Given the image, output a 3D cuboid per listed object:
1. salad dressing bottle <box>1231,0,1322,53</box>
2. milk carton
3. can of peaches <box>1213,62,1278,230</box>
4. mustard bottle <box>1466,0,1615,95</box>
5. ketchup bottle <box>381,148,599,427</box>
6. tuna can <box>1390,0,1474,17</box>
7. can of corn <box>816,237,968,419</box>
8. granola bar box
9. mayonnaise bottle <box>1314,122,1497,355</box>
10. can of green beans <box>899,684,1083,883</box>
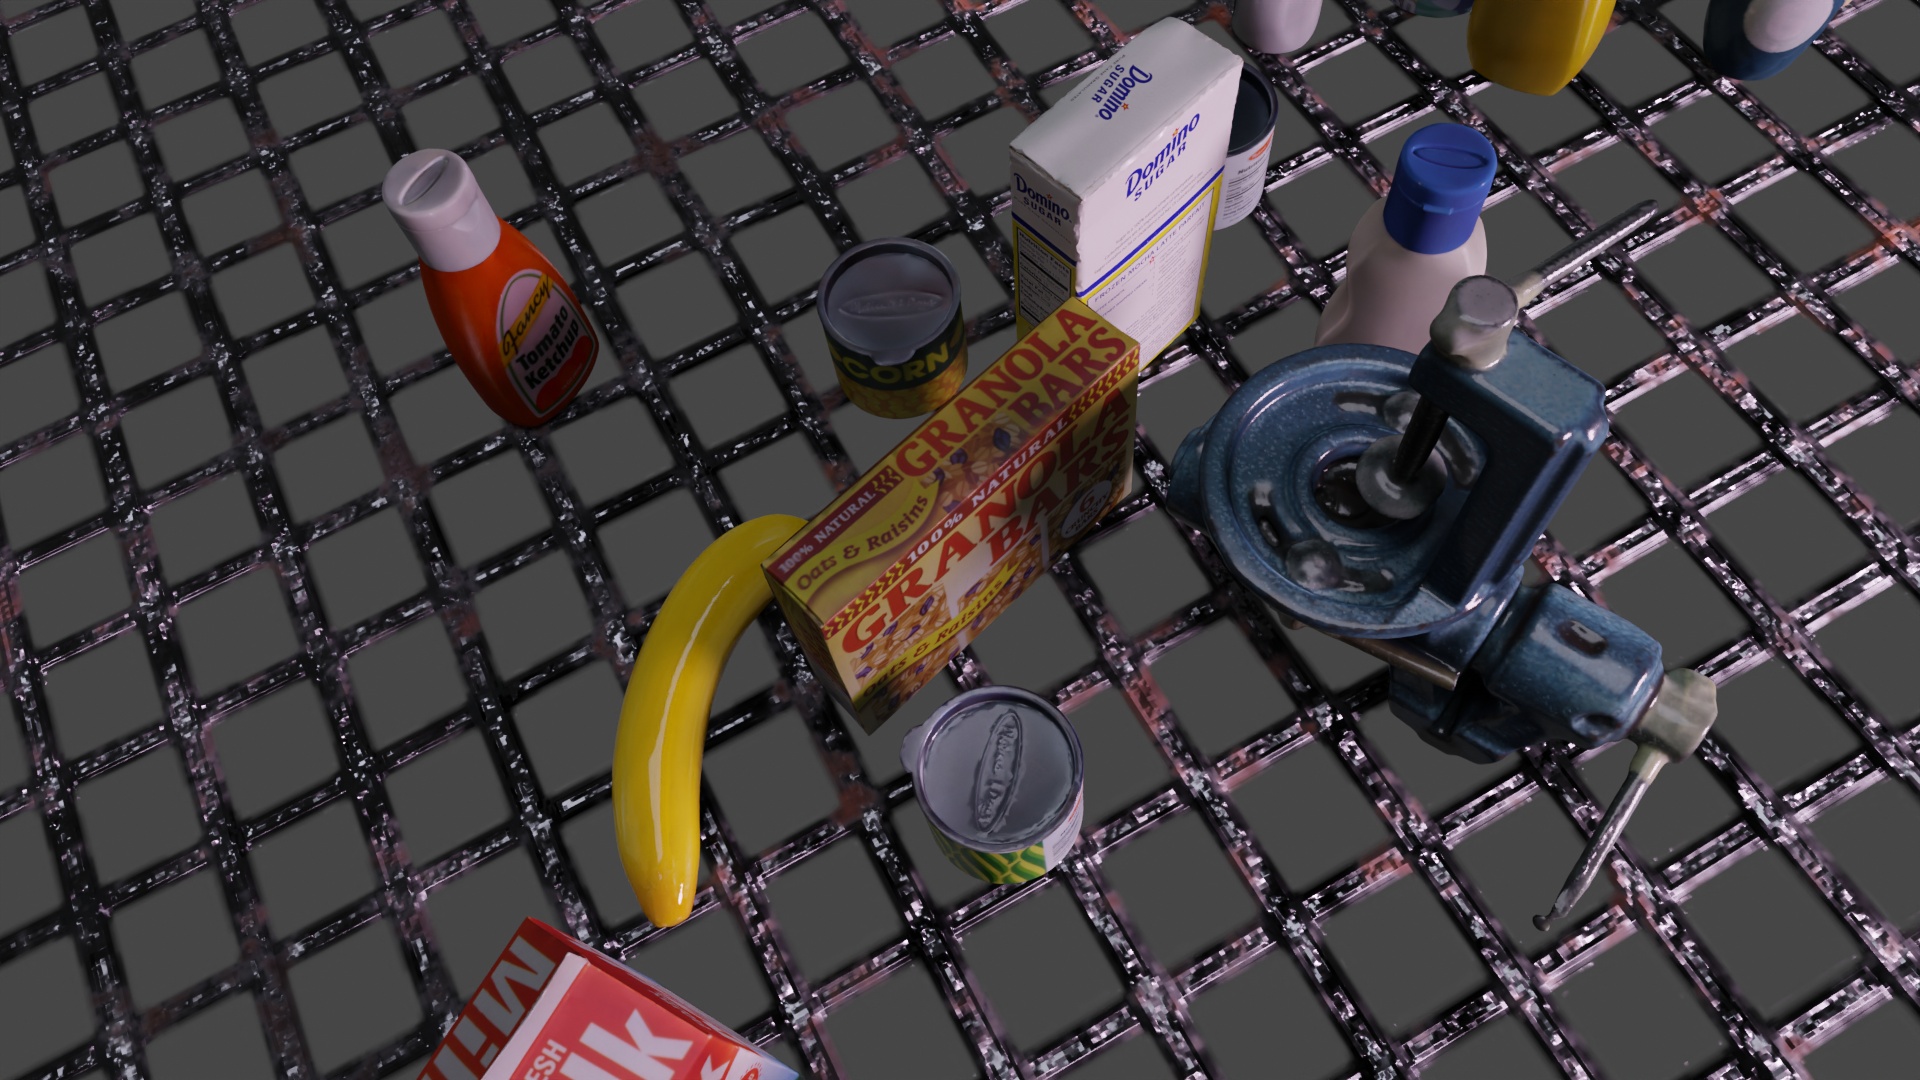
[{"bbox_3d":[0.166,-0.315,0.698,0.044,0.147,0.064,26,69,17],"label":"salad dressing bottle"},{"bbox_3d":[-0.116,0.180,0.450,0.073,0.189,0.072,26,69,16],"label":"milk carton"},{"bbox_3d":[0.120,-0.198,0.694,0.071,0.057,0.071,-2,64,4],"label":"can of peaches"},{"bbox_3d":[0.291,-0.288,0.667,0.065,0.159,0.049,29,70,17],"label":"mustard bottle"},{"bbox_3d":[-0.213,-0.114,0.629,0.043,0.148,0.065,25,68,16],"label":"ketchup bottle"},{"bbox_3d":[0.260,-0.318,0.756,0.071,0.032,0.071,-2,63,4],"label":"tuna can"},{"bbox_3d":[-0.030,-0.097,0.655,0.071,0.058,0.071,-2,64,4],"label":"can of corn"},{"bbox_3d":[0.002,-0.007,0.571,0.166,0.123,0.039,-42,68,-15],"label":"granola bar box"},{"bbox_3d":[0.193,-0.114,0.595,0.065,0.147,0.041,14,66,12],"label":"mayonnaise bottle"},{"bbox_3d":[0.016,0.098,0.554,0.071,0.057,0.071,-2,64,4],"label":"can of green beans"}]
